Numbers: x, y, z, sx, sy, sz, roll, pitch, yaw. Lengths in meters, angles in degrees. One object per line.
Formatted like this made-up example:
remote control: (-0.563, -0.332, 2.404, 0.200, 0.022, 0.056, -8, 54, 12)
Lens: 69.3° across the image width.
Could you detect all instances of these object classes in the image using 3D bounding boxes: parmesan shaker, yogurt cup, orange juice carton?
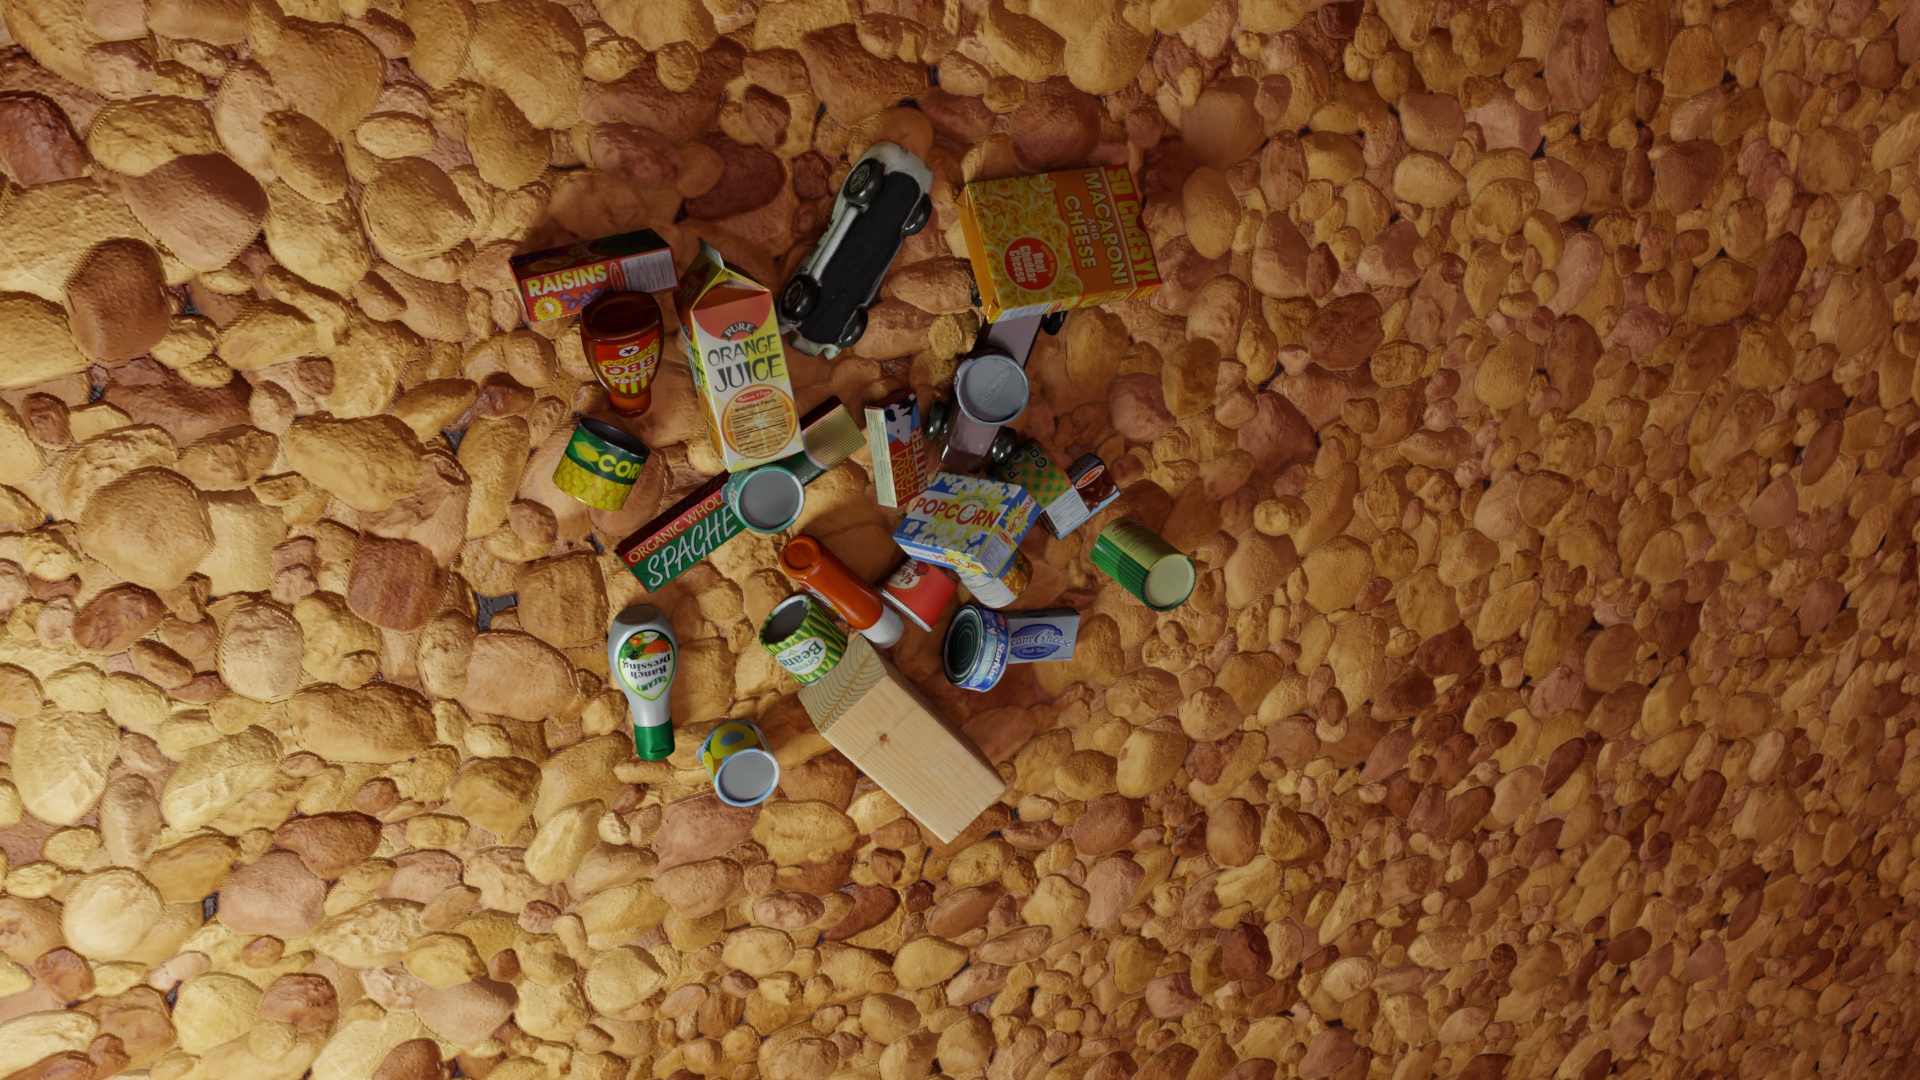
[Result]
parmesan shaker: (0.189, 0.026, 1.442, 0.071, 0.103, 0.071, -9, 115, -20)
yogurt cup: (-0.040, 0.050, 1.374, 0.054, 0.072, 0.072, -51, 122, -7)
orange juice carton: (-0.197, -0.165, 1.209, 0.073, 0.072, 0.191, -18, 117, -17)

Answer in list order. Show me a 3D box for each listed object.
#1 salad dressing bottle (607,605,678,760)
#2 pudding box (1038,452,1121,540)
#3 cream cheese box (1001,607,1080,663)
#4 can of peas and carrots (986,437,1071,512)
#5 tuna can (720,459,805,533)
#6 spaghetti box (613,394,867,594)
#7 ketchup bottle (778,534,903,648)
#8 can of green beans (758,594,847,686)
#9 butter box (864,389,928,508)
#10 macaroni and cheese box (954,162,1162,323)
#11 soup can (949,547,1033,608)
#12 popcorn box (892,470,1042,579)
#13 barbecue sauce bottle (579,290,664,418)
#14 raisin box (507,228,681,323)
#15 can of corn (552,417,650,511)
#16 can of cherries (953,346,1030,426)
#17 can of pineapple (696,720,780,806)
salad dressing bottle: (-0.294, 0.135, 1.306, 0.064, 0.044, 0.147, -11, 115, -21)
pudding box: (0.117, -0.045, 1.424, 0.084, 0.030, 0.049, -37, 120, -6)
cream cheese box: (0.074, 0.101, 1.468, 0.104, 0.024, 0.053, -2, 111, -24)
can of peas and carrots: (0.067, -0.061, 1.373, 0.059, 0.071, 0.070, -38, 121, -6)
tuna can: (-0.178, -0.041, 1.256, 0.071, 0.033, 0.070, -9, 113, -21)
spaghetti box: (-0.201, -0.042, 1.283, 0.250, 0.029, 0.050, -36, 120, -7)
ketchup bottle: (-0.110, 0.053, 1.346, 0.043, 0.065, 0.148, -50, 130, -6)
can of green beans: (-0.152, 0.095, 1.339, 0.071, 0.071, 0.057, -41, 121, -3)
butter box: (-0.060, -0.087, 1.318, 0.053, 0.024, 0.103, -34, 126, -44)
macaroni and cheese box: (0.091, -0.275, 1.277, 0.167, 0.040, 0.124, -13, 82, -19)
soup can: (0.024, 0.015, 1.388, 0.071, 0.071, 0.083, -44, 122, -2)
popcorn box: (0.005, -0.017, 1.317, 0.085, 0.127, 0.038, -55, 128, -18)
barbecue sauce bottle: (-0.276, -0.149, 1.146, 0.065, 0.148, 0.044, -18, 73, -16)
raisin box: (-0.300, -0.218, 1.133, 0.124, 0.086, 0.040, -17, 118, -17)
can of corn: (-0.309, -0.064, 1.201, 0.071, 0.071, 0.058, 23, 101, -30)
can of cherries: (0.026, -0.144, 1.271, 0.071, 0.058, 0.071, -1, 106, -4)
can of pineapple: (-0.218, 0.220, 1.367, 0.071, 0.058, 0.070, -9, 115, -20)
